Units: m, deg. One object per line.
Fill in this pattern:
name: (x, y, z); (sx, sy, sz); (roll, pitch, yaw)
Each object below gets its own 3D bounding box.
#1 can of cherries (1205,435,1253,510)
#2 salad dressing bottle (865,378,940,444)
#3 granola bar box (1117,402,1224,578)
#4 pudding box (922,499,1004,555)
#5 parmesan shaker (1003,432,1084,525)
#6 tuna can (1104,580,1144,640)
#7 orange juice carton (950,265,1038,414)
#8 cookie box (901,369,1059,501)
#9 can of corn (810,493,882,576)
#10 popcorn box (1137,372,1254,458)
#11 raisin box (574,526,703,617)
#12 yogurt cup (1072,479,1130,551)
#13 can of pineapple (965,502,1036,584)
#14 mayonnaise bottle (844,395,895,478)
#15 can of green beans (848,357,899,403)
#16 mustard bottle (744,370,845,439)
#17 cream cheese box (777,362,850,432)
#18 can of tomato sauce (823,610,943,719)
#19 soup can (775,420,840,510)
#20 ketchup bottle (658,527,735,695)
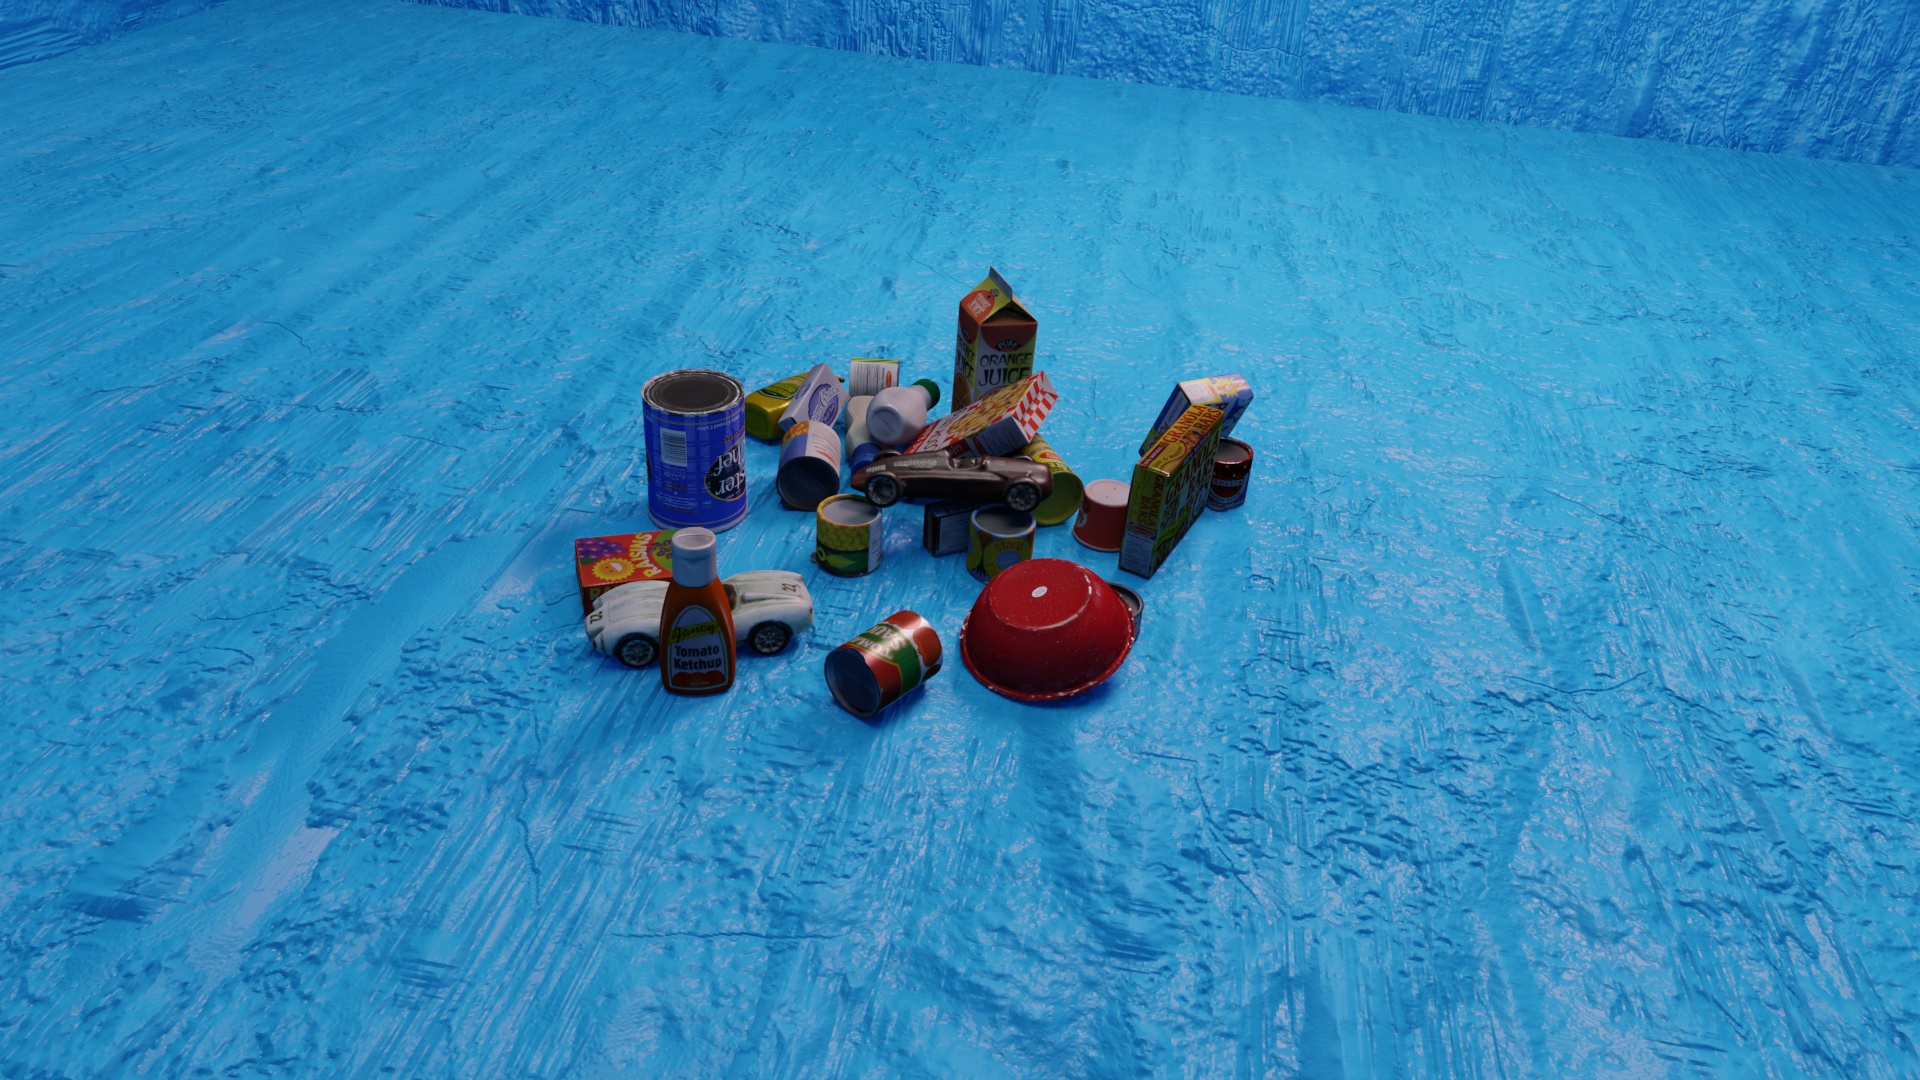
can of cherries: (0.288, -0.075, 1.536); (0.071, 0.058, 0.072); (3, 32, -2)
salad dressing bottle: (-0.060, -0.150, 1.570); (0.064, 0.044, 0.148); (44, 25, -1)
granola bar box: (0.217, -0.054, 1.433); (0.039, 0.123, 0.166); (20, 35, 21)
pudding box: (0.005, -0.018, 1.418); (0.084, 0.049, 0.030); (-13, 34, -24)
parmesan shaker: (0.079, -0.070, 1.493); (0.071, 0.071, 0.103); (-9, 35, -20)
tuna can: (0.138, 0.069, 1.313); (0.071, 0.032, 0.071); (3, 32, -2)
orange juice carton: (0.039, -0.214, 1.600); (0.073, 0.191, 0.072); (-6, 33, -18)
cookie box: (0.014, -0.112, 1.495); (0.167, 0.040, 0.123); (-23, 19, 30)
can of corn: (-0.113, -0.006, 1.377); (0.071, 0.058, 0.071); (3, 32, -2)
popcorn box: (0.263, -0.131, 1.557); (0.085, 0.126, 0.038); (-13, 61, -25)
raisin box: (-0.299, 0.029, 1.317); (0.123, 0.039, 0.086); (-6, 34, -18)
yogurt cup: (0.154, -0.028, 1.449); (0.072, 0.053, 0.073); (4, 33, -2)
can of pineapple: (0.041, 0.004, 1.381); (0.071, 0.057, 0.071); (3, 32, -2)
mayonnaise bottle: (-0.102, -0.112, 1.564); (0.065, 0.041, 0.149); (9, 33, -6)
can of green beans: (-0.103, -0.184, 1.653); (0.058, 0.071, 0.071); (3, 32, -2)
mustard bottle: (-0.189, -0.168, 1.632); (0.065, 0.048, 0.161); (19, 35, 28)
cream cheese box: (-0.165, -0.150, 1.580); (0.024, 0.053, 0.104); (-15, 36, 36)
can of tomato sauce: (-0.065, 0.104, 1.197); (0.071, 0.070, 0.083); (27, 38, 31)
soup can: (-0.163, -0.079, 1.483); (0.071, 0.071, 0.084); (2, 31, -4)
ketchup bottle: (-0.223, 0.060, 1.174); (0.065, 0.148, 0.044); (-1, 31, -10)
